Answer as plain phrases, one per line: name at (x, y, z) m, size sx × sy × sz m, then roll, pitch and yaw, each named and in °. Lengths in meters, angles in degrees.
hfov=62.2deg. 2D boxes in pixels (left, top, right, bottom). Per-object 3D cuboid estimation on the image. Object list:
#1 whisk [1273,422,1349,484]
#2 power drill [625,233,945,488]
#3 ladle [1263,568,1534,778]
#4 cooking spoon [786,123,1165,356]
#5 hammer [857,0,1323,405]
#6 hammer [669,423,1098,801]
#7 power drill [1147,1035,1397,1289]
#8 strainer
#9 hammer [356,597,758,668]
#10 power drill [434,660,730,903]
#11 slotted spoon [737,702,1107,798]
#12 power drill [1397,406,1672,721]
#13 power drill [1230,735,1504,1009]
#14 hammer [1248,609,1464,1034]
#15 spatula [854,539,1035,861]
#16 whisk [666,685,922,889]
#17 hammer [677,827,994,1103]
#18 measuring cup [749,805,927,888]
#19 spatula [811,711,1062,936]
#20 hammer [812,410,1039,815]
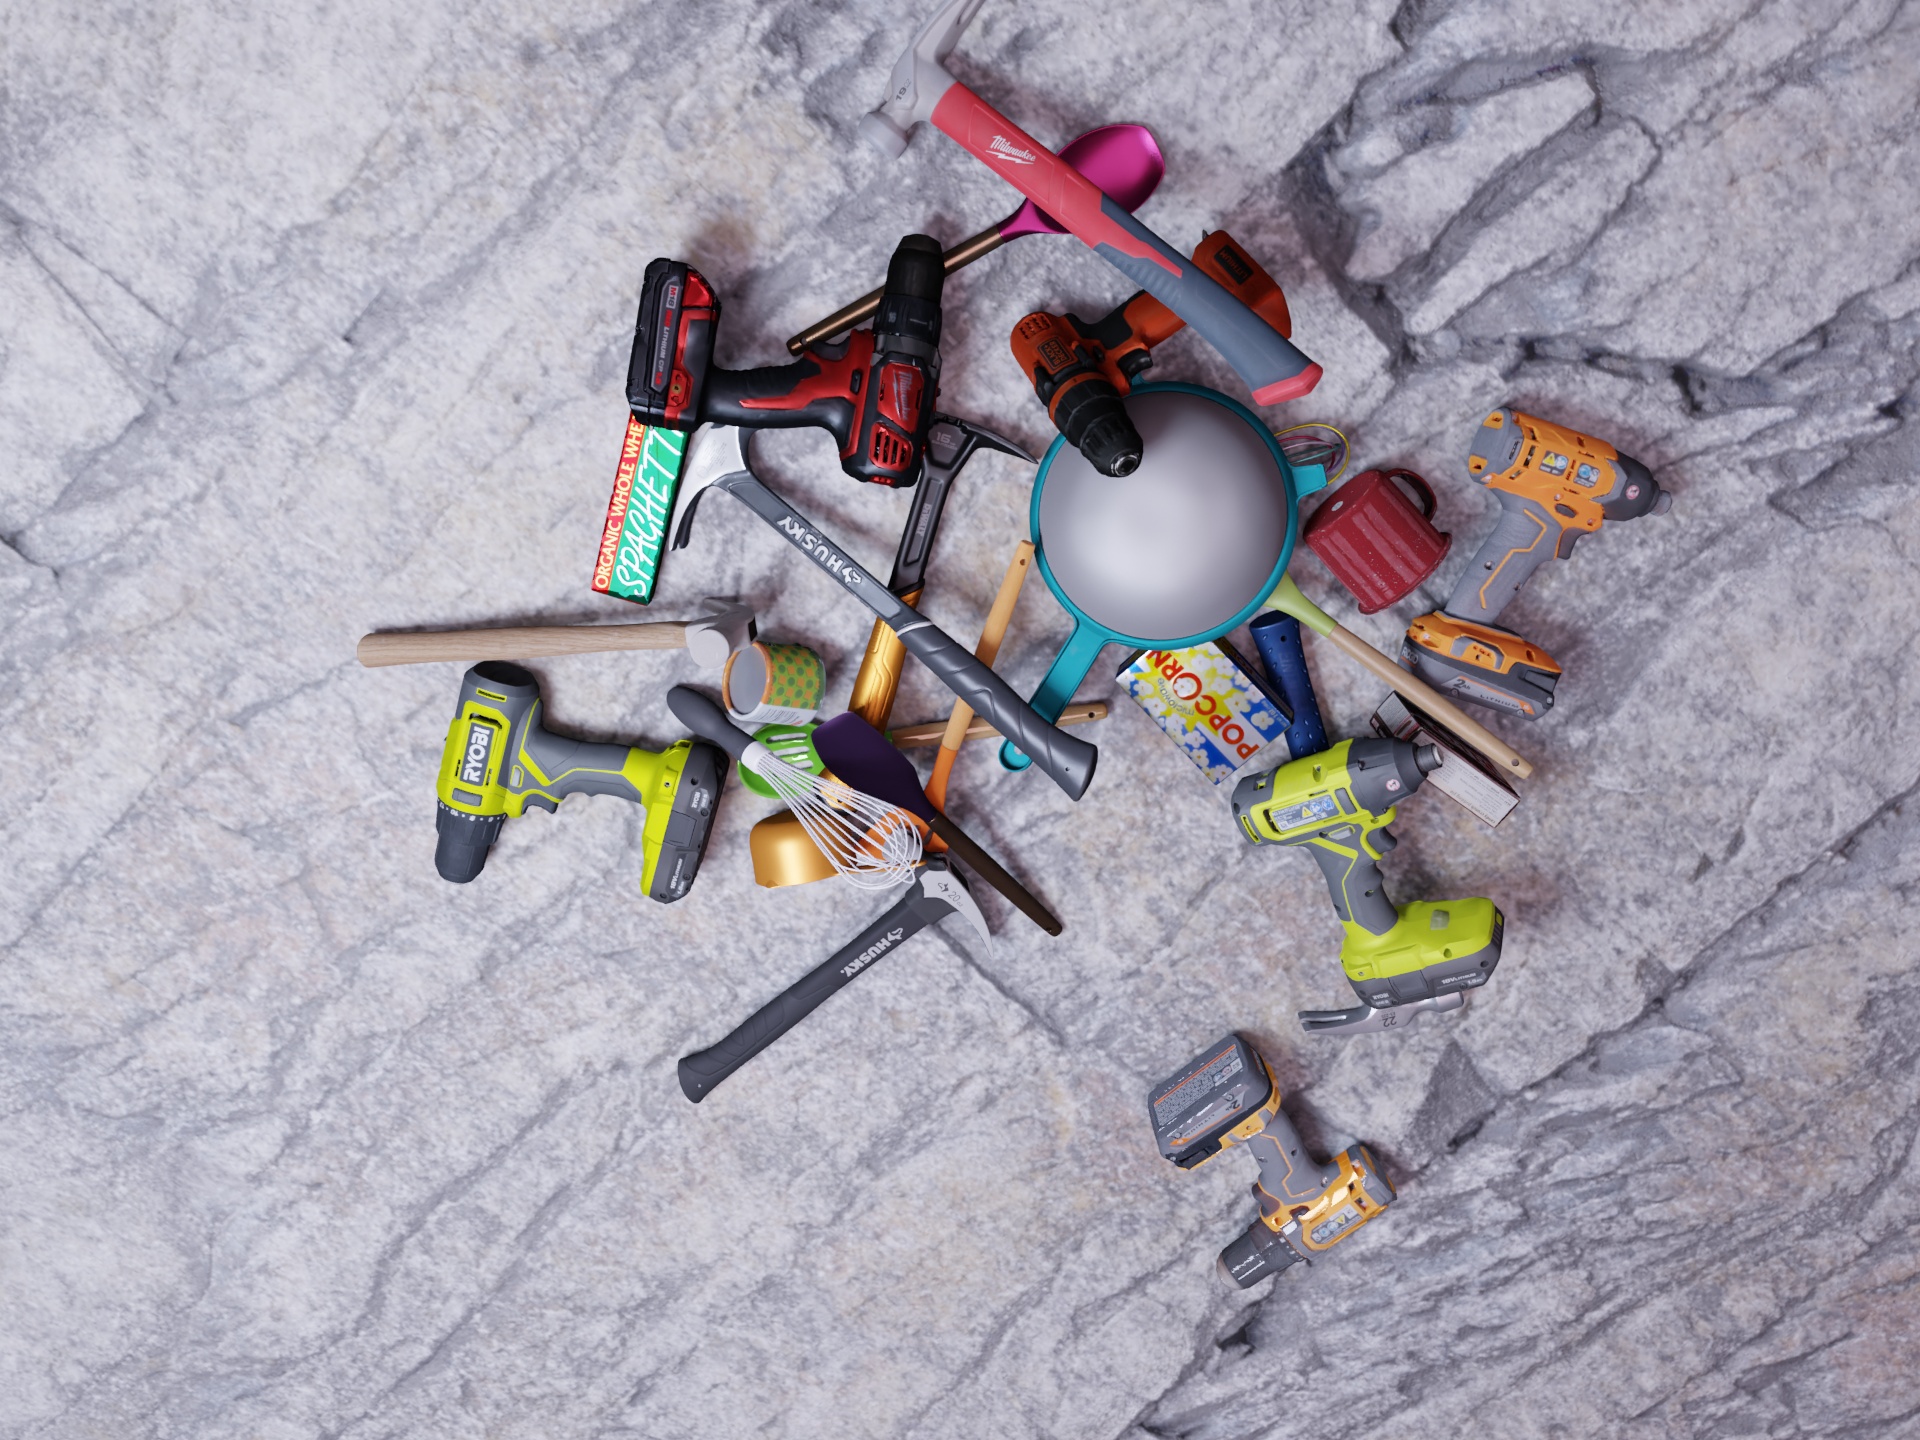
whisk at (0.191, -0.182, 1.270) m, size 0.245 × 0.051 × 0.047 m, roll -17°, pitch 115°, yaw 7°
power drill at (-0.122, -0.282, 1.177) m, size 0.226 × 0.080 × 0.188 m, roll 10°, pitch 91°, yaw -9°
ladle at (0.314, -0.055, 1.252) m, size 0.320 × 0.062 × 0.078 m, roll 38°, pitch 101°, yaw 12°
cooking spoon at (0.007, -0.359, 1.216) m, size 0.319 × 0.017 × 0.068 m, roll -27°, pitch 103°, yaw 7°
hammer at (0.108, -0.365, 1.124) m, size 0.386 × 0.038 × 0.143 m, roll 41°, pitch 104°, yaw 12°
hammer at (-0.055, -0.080, 1.242) m, size 0.409 × 0.036 × 0.149 m, roll 41°, pitch 108°, yaw 5°
power drill at (0.266, 0.418, 1.463) m, size 0.185 × 0.084 × 0.226 m, roll -40°, pitch 110°, yaw 13°
strainer at (0.117, -0.104, 1.221) m, size 0.211 × 0.095 × 0.340 m, roll 32°, pitch 98°, yaw 9°
hammer at (-0.322, -0.064, 1.271) m, size 0.331 × 0.130 × 0.031 m, roll -2°, pitch 105°, yaw 11°
power drill at (-0.323, 0.071, 1.327) m, size 0.228 × 0.080 × 0.190 m, roll 17°, pitch 107°, yaw -4°
slotted spoon at (-0.031, 0.015, 1.341) m, size 0.313 × 0.031 × 0.070 m, roll -8°, pitch 110°, yaw -1°
power drill at (0.463, -0.120, 1.280) m, size 0.164 × 0.084 × 0.226 m, roll 16°, pitch 104°, yaw -8°
power drill at (0.346, 0.119, 1.299) m, size 0.171 × 0.080 × 0.223 m, roll -21°, pitch 111°, yaw 32°
hammer at (0.318, 0.097, 1.373) m, size 0.144 × 0.035 × 0.405 m, roll -19°, pitch 109°, yaw 5°
spatula at (-0.002, -0.004, 1.306) m, size 0.081 × 0.041 × 0.322 m, roll 15°, pitch 114°, yaw -15°
whisk at (-0.139, 0.045, 1.261) m, size 0.285 × 0.070 × 0.070 m, roll 34°, pitch 109°, yaw 28°
hammer at (-0.121, 0.237, 1.402) m, size 0.334 × 0.035 × 0.146 m, roll -39°, pitch 119°, yaw 15°
measuring cup at (-0.100, 0.099, 1.309) m, size 0.174 × 0.095 × 0.052 m, roll -7°, pitch 98°, yaw 37°
spatula at (-0.011, 0.095, 1.327) m, size 0.060 × 0.018 × 0.315 m, roll -30°, pitch 126°, yaw 25°
hammer at (-0.045, -0.079, 1.286) m, size 0.127 × 0.034 × 0.337 m, roll 17°, pitch 102°, yaw -5°
